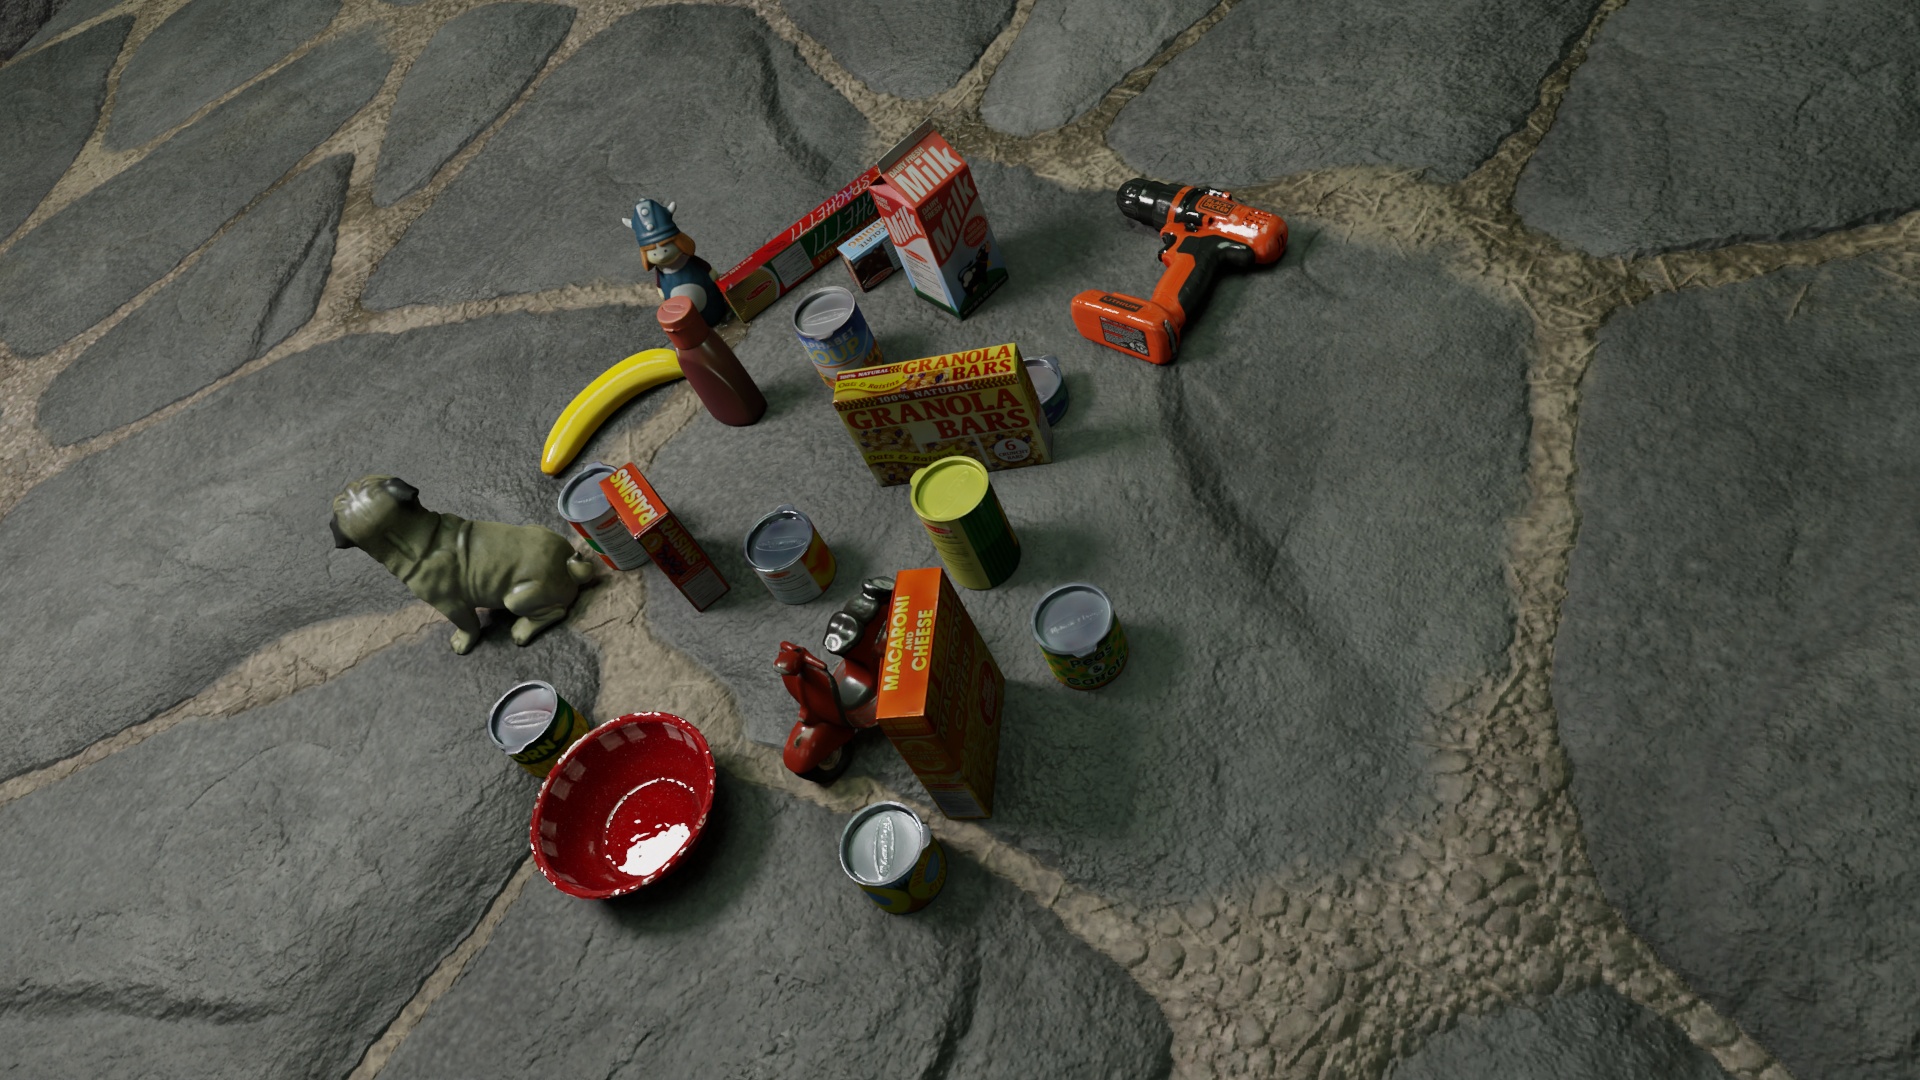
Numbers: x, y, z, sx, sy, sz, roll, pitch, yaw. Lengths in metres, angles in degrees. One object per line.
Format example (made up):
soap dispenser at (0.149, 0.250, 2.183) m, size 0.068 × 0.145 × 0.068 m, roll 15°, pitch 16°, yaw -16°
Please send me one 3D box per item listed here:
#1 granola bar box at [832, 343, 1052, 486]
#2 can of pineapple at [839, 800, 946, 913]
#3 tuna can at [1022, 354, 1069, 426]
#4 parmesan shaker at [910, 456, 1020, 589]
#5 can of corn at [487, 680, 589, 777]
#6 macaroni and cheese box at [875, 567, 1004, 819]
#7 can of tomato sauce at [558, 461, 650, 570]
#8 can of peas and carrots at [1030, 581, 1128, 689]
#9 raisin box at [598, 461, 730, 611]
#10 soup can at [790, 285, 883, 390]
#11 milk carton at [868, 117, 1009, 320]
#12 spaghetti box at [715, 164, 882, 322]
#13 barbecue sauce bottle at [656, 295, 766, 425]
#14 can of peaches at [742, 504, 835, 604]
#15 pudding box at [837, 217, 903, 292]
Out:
granola bar box at (-0.013, -0.109, 1.227) m, size 0.165 × 0.123 × 0.039 m, roll -7°, pitch 53°, yaw 16°
can of pineapple at (-0.047, 0.235, 1.025) m, size 0.071 × 0.057 × 0.071 m, roll -10°, pitch 52°, yaw 14°
tuna can at (0.067, -0.136, 1.276) m, size 0.071 × 0.032 × 0.071 m, roll -10°, pitch 52°, yaw 14°
parmesan shaker at (0.004, -0.015, 1.163) m, size 0.071 × 0.102 × 0.071 m, roll -11°, pitch 52°, yaw 14°
can of corn at (-0.364, 0.166, 1.199) m, size 0.071 × 0.058 × 0.071 m, roll -10°, pitch 52°, yaw 14°
macaroni and cheese box at (-0.012, 0.116, 1.030) m, size 0.040 × 0.165 × 0.124 m, roll -6°, pitch 53°, yaw 17°
can of tomato sauce at (-0.329, -0.022, 1.310) m, size 0.071 × 0.082 × 0.071 m, roll -11°, pitch 52°, yaw 14°
can of peas and carrots at (0.095, 0.077, 1.088) m, size 0.071 × 0.058 × 0.071 m, roll -10°, pitch 52°, yaw 14°
raisin box at (-0.265, -0.003, 1.244) m, size 0.040 × 0.123 × 0.086 m, roll -37°, pitch 51°, yaw -7°
soup can at (-0.120, -0.194, 1.358) m, size 0.071 × 0.083 × 0.072 m, roll -11°, pitch 52°, yaw 14°
milk carton at (-0.025, -0.312, 1.340) m, size 0.072 × 0.189 × 0.073 m, roll -45°, pitch 52°, yaw -14°
spaghetti box at (-0.149, -0.327, 1.491) m, size 0.250 × 0.050 × 0.029 m, roll -38°, pitch 51°, yaw -9°
barbecue sauce bottle at (-0.245, -0.173, 1.348) m, size 0.065 × 0.148 × 0.044 m, roll 12°, pitch 61°, yaw 28°
can of peaches at (-0.150, 0.013, 1.231) m, size 0.071 × 0.057 × 0.071 m, roll -10°, pitch 52°, yaw 14°
pudding box at (-0.081, -0.304, 1.448) m, size 0.084 × 0.049 × 0.030 m, roll -37°, pitch 51°, yaw -8°
